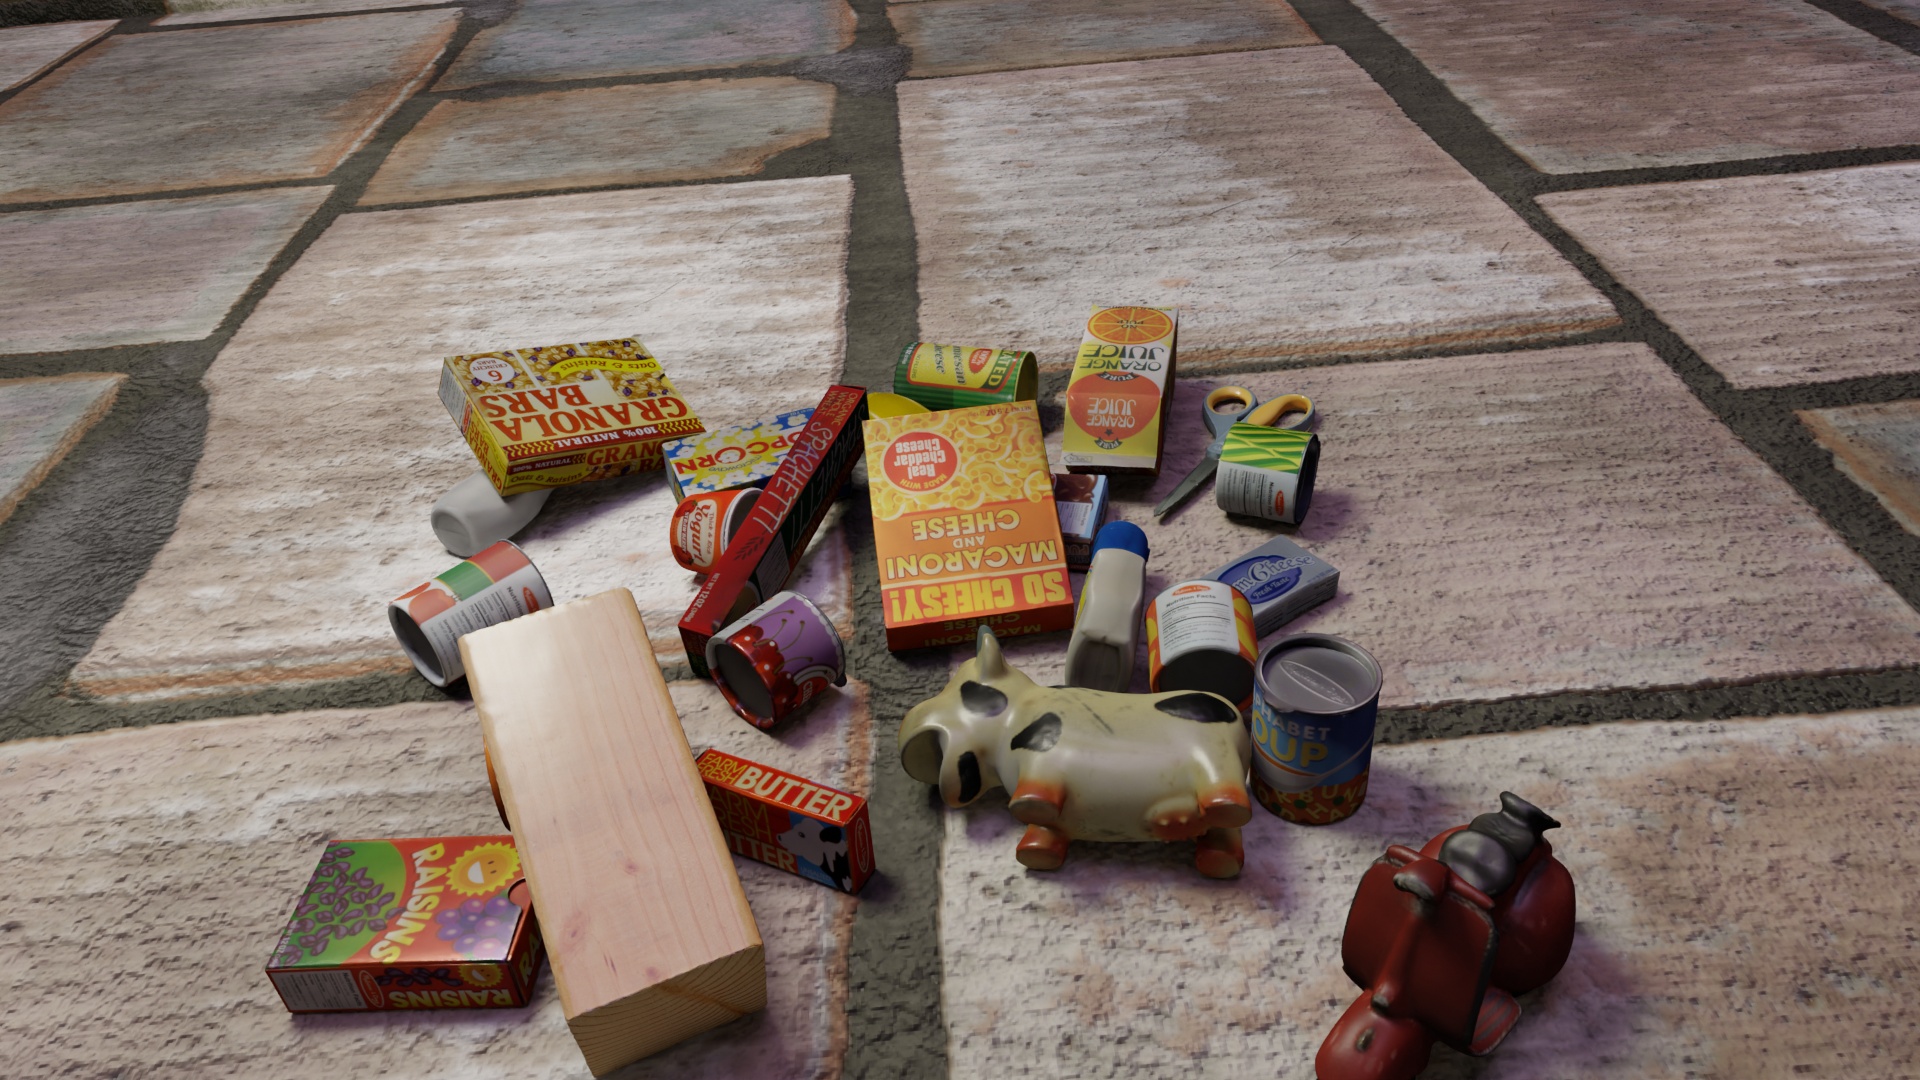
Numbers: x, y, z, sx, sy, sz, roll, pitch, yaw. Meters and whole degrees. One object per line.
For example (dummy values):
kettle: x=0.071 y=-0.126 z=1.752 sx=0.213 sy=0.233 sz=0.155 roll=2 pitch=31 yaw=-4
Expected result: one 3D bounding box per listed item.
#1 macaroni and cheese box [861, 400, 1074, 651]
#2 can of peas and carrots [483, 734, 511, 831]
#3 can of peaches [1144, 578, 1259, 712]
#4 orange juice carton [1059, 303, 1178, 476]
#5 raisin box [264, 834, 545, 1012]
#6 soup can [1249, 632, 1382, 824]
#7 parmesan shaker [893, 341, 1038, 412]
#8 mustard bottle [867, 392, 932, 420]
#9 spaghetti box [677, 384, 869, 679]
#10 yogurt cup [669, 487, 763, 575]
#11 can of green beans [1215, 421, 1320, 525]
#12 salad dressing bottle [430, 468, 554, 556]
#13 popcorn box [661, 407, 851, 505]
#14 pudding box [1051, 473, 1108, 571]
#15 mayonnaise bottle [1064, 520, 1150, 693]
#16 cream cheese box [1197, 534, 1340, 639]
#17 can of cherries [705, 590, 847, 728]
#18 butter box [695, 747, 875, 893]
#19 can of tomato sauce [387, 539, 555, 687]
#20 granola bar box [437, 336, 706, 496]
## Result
macaroni and cheese box: x=0.003 y=-0.012 z=0.934 sx=0.124 sy=0.040 sz=0.167 roll=-7 pitch=57 yaw=-2
can of peas and carrots: x=-0.232 y=0.129 z=0.788 sx=0.059 sy=0.070 sz=0.071 roll=-13 pitch=36 yaw=-11
can of peaches: x=0.146 y=0.068 z=0.832 sx=0.071 sy=0.071 sz=0.058 roll=-1 pitch=40 yaw=4
orange juice carton: x=0.126 y=-0.109 z=1.081 sx=0.072 sy=0.072 sz=0.194 roll=4 pitch=36 yaw=12
raisin box: x=-0.277 y=0.196 z=0.718 sx=0.123 sy=0.039 sz=0.086 roll=-2 pitch=34 yaw=2
soup can: x=0.190 y=0.104 z=0.759 sx=0.071 sy=0.083 sz=0.072 roll=-3 pitch=35 yaw=2
parmesan shaker: x=0.004 y=-0.122 z=1.119 sx=0.103 sy=0.071 sz=0.072 roll=7 pitch=37 yaw=17
mustard bottle: x=-0.046 y=-0.080 z=1.067 sx=0.049 sy=0.065 sz=0.161 roll=-24 pitch=37 yaw=-19
spaghetti box: x=-0.121 y=-0.013 z=0.953 sx=0.029 sy=0.050 sz=0.251 roll=12 pitch=48 yaw=15
yogurt cup: x=-0.166 y=-0.004 z=0.972 sx=0.054 sy=0.072 sz=0.073 roll=4 pitch=35 yaw=26
can of green beans: x=0.219 y=-0.048 z=0.990 sx=0.058 sy=0.071 sz=0.071 roll=12 pitch=38 yaw=23
salad dressing bottle: x=-0.336 y=-0.043 z=1.064 sx=0.064 sy=0.043 sz=0.148 roll=12 pitch=36 yaw=25
popcorn box: x=-0.156 y=-0.054 z=1.062 sx=0.127 sy=0.038 sz=0.085 roll=-16 pitch=38 yaw=-16
pudding box: x=0.076 y=-0.015 z=0.988 sx=0.050 sy=0.030 sz=0.084 roll=3 pitch=35 yaw=13
mayonnaise bottle: x=0.096 y=0.040 z=0.883 sx=0.041 sy=0.064 sz=0.149 roll=11 pitch=33 yaw=6
cream cheese box: x=0.193 y=0.035 z=0.909 sx=0.104 sy=0.024 sz=0.053 roll=-25 pitch=39 yaw=-27
can of cherries: x=-0.112 y=0.075 z=0.852 sx=0.071 sy=0.071 sz=0.059 roll=25 pitch=44 yaw=35
butter box: x=-0.098 y=0.151 z=0.750 sx=0.103 sy=0.052 sz=0.024 roll=13 pitch=37 yaw=24
can of tomato sauce: x=-0.321 y=0.048 z=0.912 sx=0.071 sy=0.070 sz=0.083 roll=25 pitch=45 yaw=35
granola bar box: x=-0.300 y=-0.100 z=1.078 sx=0.166 sy=0.038 sz=0.124 roll=-14 pitch=52 yaw=-39
